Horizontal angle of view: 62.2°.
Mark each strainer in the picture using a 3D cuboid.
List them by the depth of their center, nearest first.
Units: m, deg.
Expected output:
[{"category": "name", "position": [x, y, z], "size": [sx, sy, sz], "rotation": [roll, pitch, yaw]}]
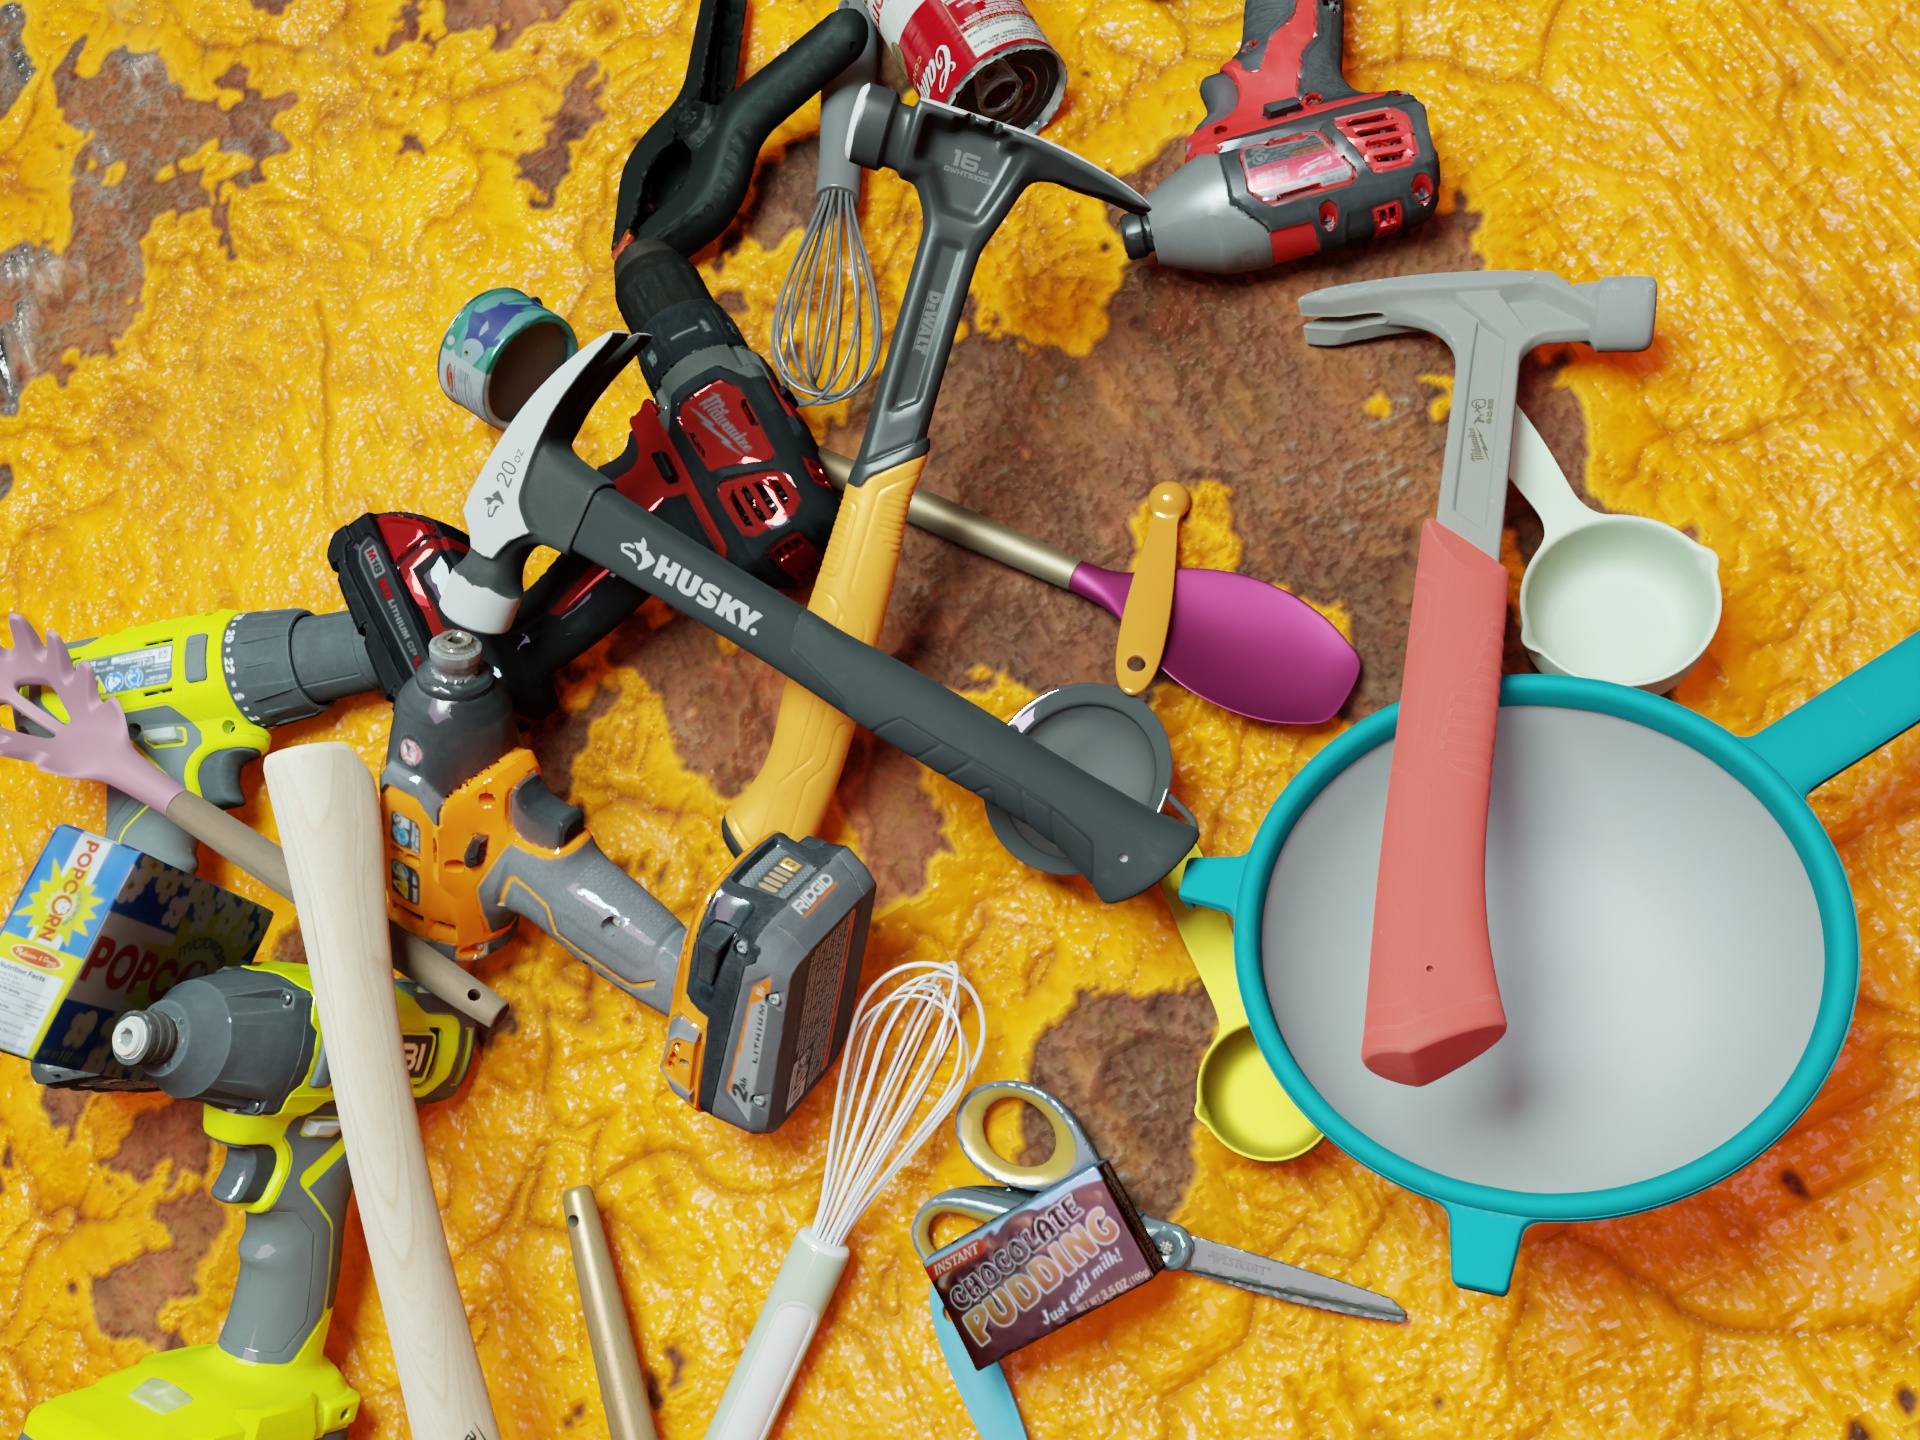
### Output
[{"category": "strainer", "position": [0.270, 0.060, 0.606], "size": [0.340, 0.095, 0.211], "rotation": [-32, 53, -2]}, {"category": "strainer", "position": [-0.001, -0.002, 0.718], "size": [0.259, 0.050, 0.087], "rotation": [29, 84, 24]}]

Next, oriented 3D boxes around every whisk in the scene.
[{"category": "whisk", "position": [-0.054, 0.215, 0.675], "size": [0.057, 0.059, 0.246], "rotation": [25, 87, -10]}, {"category": "whisk", "position": [-0.060, -0.263, 0.792], "size": [0.055, 0.055, 0.239], "rotation": [-1, 72, 13]}]

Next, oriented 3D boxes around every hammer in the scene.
[{"category": "hammer", "position": [0.184, -0.037, 0.620], "size": [0.149, 0.036, 0.359], "rotation": [3, 60, 24]}, {"category": "hammer", "position": [-0.221, 0.210, 0.624], "size": [0.038, 0.146, 0.411], "rotation": [-17, 84, 15]}, {"category": "hammer", "position": [-0.053, -0.030, 0.653], "size": [0.335, 0.035, 0.146], "rotation": [31, 107, 9]}, {"category": "hammer", "position": [-0.030, -0.085, 0.683], "size": [0.127, 0.034, 0.337], "rotation": [17, 102, -5]}]

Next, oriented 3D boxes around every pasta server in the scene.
[{"category": "pasta server", "position": [-0.333, 0.048, 0.714], "size": [0.316, 0.040, 0.060], "rotation": [30, 63, 12]}]

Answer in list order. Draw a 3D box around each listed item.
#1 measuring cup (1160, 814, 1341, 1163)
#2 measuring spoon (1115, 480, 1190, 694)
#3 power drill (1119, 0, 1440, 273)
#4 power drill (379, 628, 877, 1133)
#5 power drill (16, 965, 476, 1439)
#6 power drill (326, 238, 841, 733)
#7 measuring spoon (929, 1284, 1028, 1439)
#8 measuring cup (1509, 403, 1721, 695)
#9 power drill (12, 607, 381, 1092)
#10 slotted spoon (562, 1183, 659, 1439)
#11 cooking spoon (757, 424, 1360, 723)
[{"category": "measuring cup", "position": [0.113, 0.112, 0.674], "size": [0.062, 0.029, 0.157], "rotation": [-22, 61, 8]}, {"category": "measuring spoon", "position": [0.085, -0.062, 0.706], "size": [0.021, 0.011, 0.117], "rotation": [9, 60, 10]}, {"category": "power drill", "position": [0.129, -0.315, 0.745], "size": [0.143, 0.078, 0.220], "rotation": [-13, 77, 11]}, {"category": "power drill", "position": [-0.153, 0.063, 0.681], "size": [0.226, 0.084, 0.164], "rotation": [24, 126, 17]}, {"category": "power drill", "position": [-0.303, 0.216, 0.670], "size": [0.080, 0.171, 0.223], "rotation": [11, 83, 25]}, {"category": "power drill", "position": [-0.182, -0.109, 0.760], "size": [0.226, 0.080, 0.188], "rotation": [-31, 72, 7]}, {"category": "measuring spoon", "position": [0.020, 0.291, 0.656], "size": [0.042, 0.021, 0.129], "rotation": [-31, 63, 6]}, {"category": "measuring cup", "position": [0.256, -0.080, 0.679], "size": [0.083, 0.038, 0.168], "rotation": [-26, 62, 6]}, {"category": "power drill", "position": [-0.360, 0.054, 0.772], "size": [0.190, 0.080, 0.229], "rotation": [-10, 72, 6]}, {"category": "slotted spoon", "position": [-0.121, 0.349, 0.661], "size": [0.070, 0.031, 0.314], "rotation": [-24, 73, 18]}, {"category": "cooking spoon", "position": [0.032, -0.077, 0.737], "size": [0.319, 0.017, 0.069], "rotation": [26, 64, 18]}]
